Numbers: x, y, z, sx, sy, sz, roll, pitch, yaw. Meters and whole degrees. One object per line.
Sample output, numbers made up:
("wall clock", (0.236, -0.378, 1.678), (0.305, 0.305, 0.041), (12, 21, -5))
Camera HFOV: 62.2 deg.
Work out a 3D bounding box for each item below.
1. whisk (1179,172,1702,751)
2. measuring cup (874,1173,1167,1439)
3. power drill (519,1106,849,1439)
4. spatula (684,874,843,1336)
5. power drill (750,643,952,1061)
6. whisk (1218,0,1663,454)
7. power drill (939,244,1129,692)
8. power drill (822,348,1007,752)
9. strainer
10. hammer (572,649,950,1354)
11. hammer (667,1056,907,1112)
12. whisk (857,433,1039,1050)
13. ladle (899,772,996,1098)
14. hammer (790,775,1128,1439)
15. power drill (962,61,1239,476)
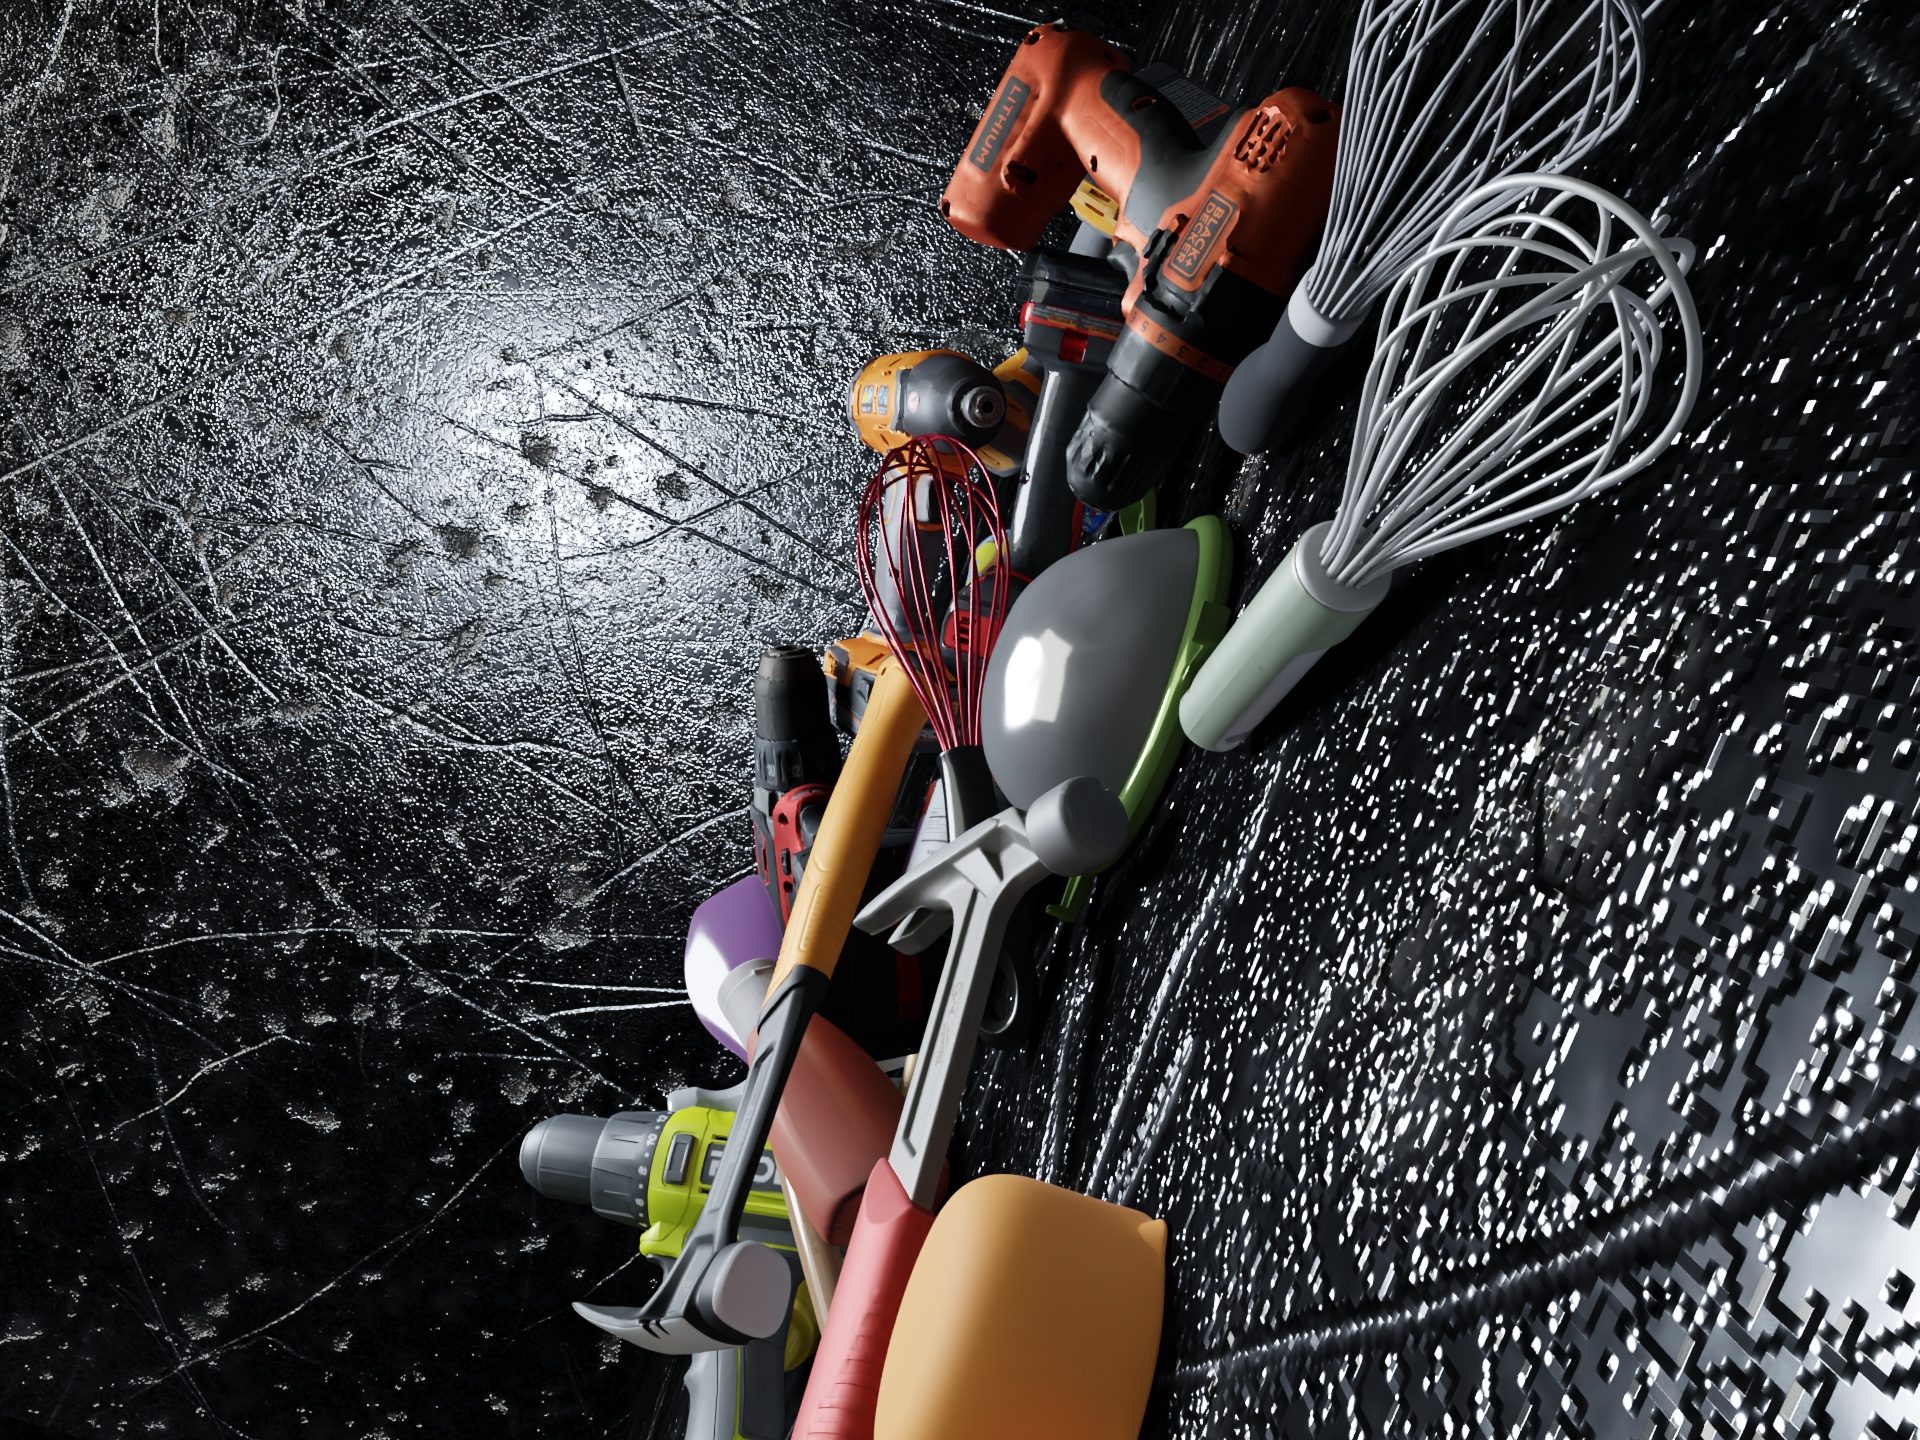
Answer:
("whisk", (0.094, -0.040, 0.376), (0.058, 0.059, 0.246), (-33, -12, -18))
("measuring cup", (0.011, 0.170, 0.365), (0.174, 0.052, 0.095), (-83, 14, -77))
("power drill", (-0.138, 0.294, 0.748), (0.080, 0.190, 0.229), (78, -160, -57))
("spatula", (-0.085, 0.193, 0.756), (0.060, 0.018, 0.316), (-31, 43, 5))
("power drill", (-0.071, 0.068, 0.877), (0.227, 0.080, 0.187), (-140, 45, -67))
("whisk", (0.116, -0.133, 0.453), (0.284, 0.070, 0.070), (109, 180, -78))
("power drill", (0.055, -0.119, 0.825), (0.143, 0.078, 0.219), (-6, -68, -73))
("power drill", (-0.020, -0.098, 0.916), (0.164, 0.084, 0.226), (-154, 66, -67))
("strainer", (0.053, -0.048, 0.674), (0.257, 0.069, 0.151), (-80, 11, -56))
("hammer", (-0.070, 0.106, 0.700), (0.127, 0.034, 0.337), (-30, 33, 47))
("hammer", (-0.092, 0.236, 0.986), (0.331, 0.128, 0.033), (94, 164, -75))
("whisk", (-0.001, -0.002, 0.695), (0.073, 0.073, 0.296), (119, 146, -60))
("ladle", (0.006, 0.085, 0.907), (0.069, 0.031, 0.316), (133, 155, -63))
("hammer", (-0.031, 0.183, 0.498), (0.149, 0.036, 0.359), (-38, 26, 46))
("power drill", (0.093, -0.269, 0.956), (0.185, 0.084, 0.226), (-44, -15, -44))
